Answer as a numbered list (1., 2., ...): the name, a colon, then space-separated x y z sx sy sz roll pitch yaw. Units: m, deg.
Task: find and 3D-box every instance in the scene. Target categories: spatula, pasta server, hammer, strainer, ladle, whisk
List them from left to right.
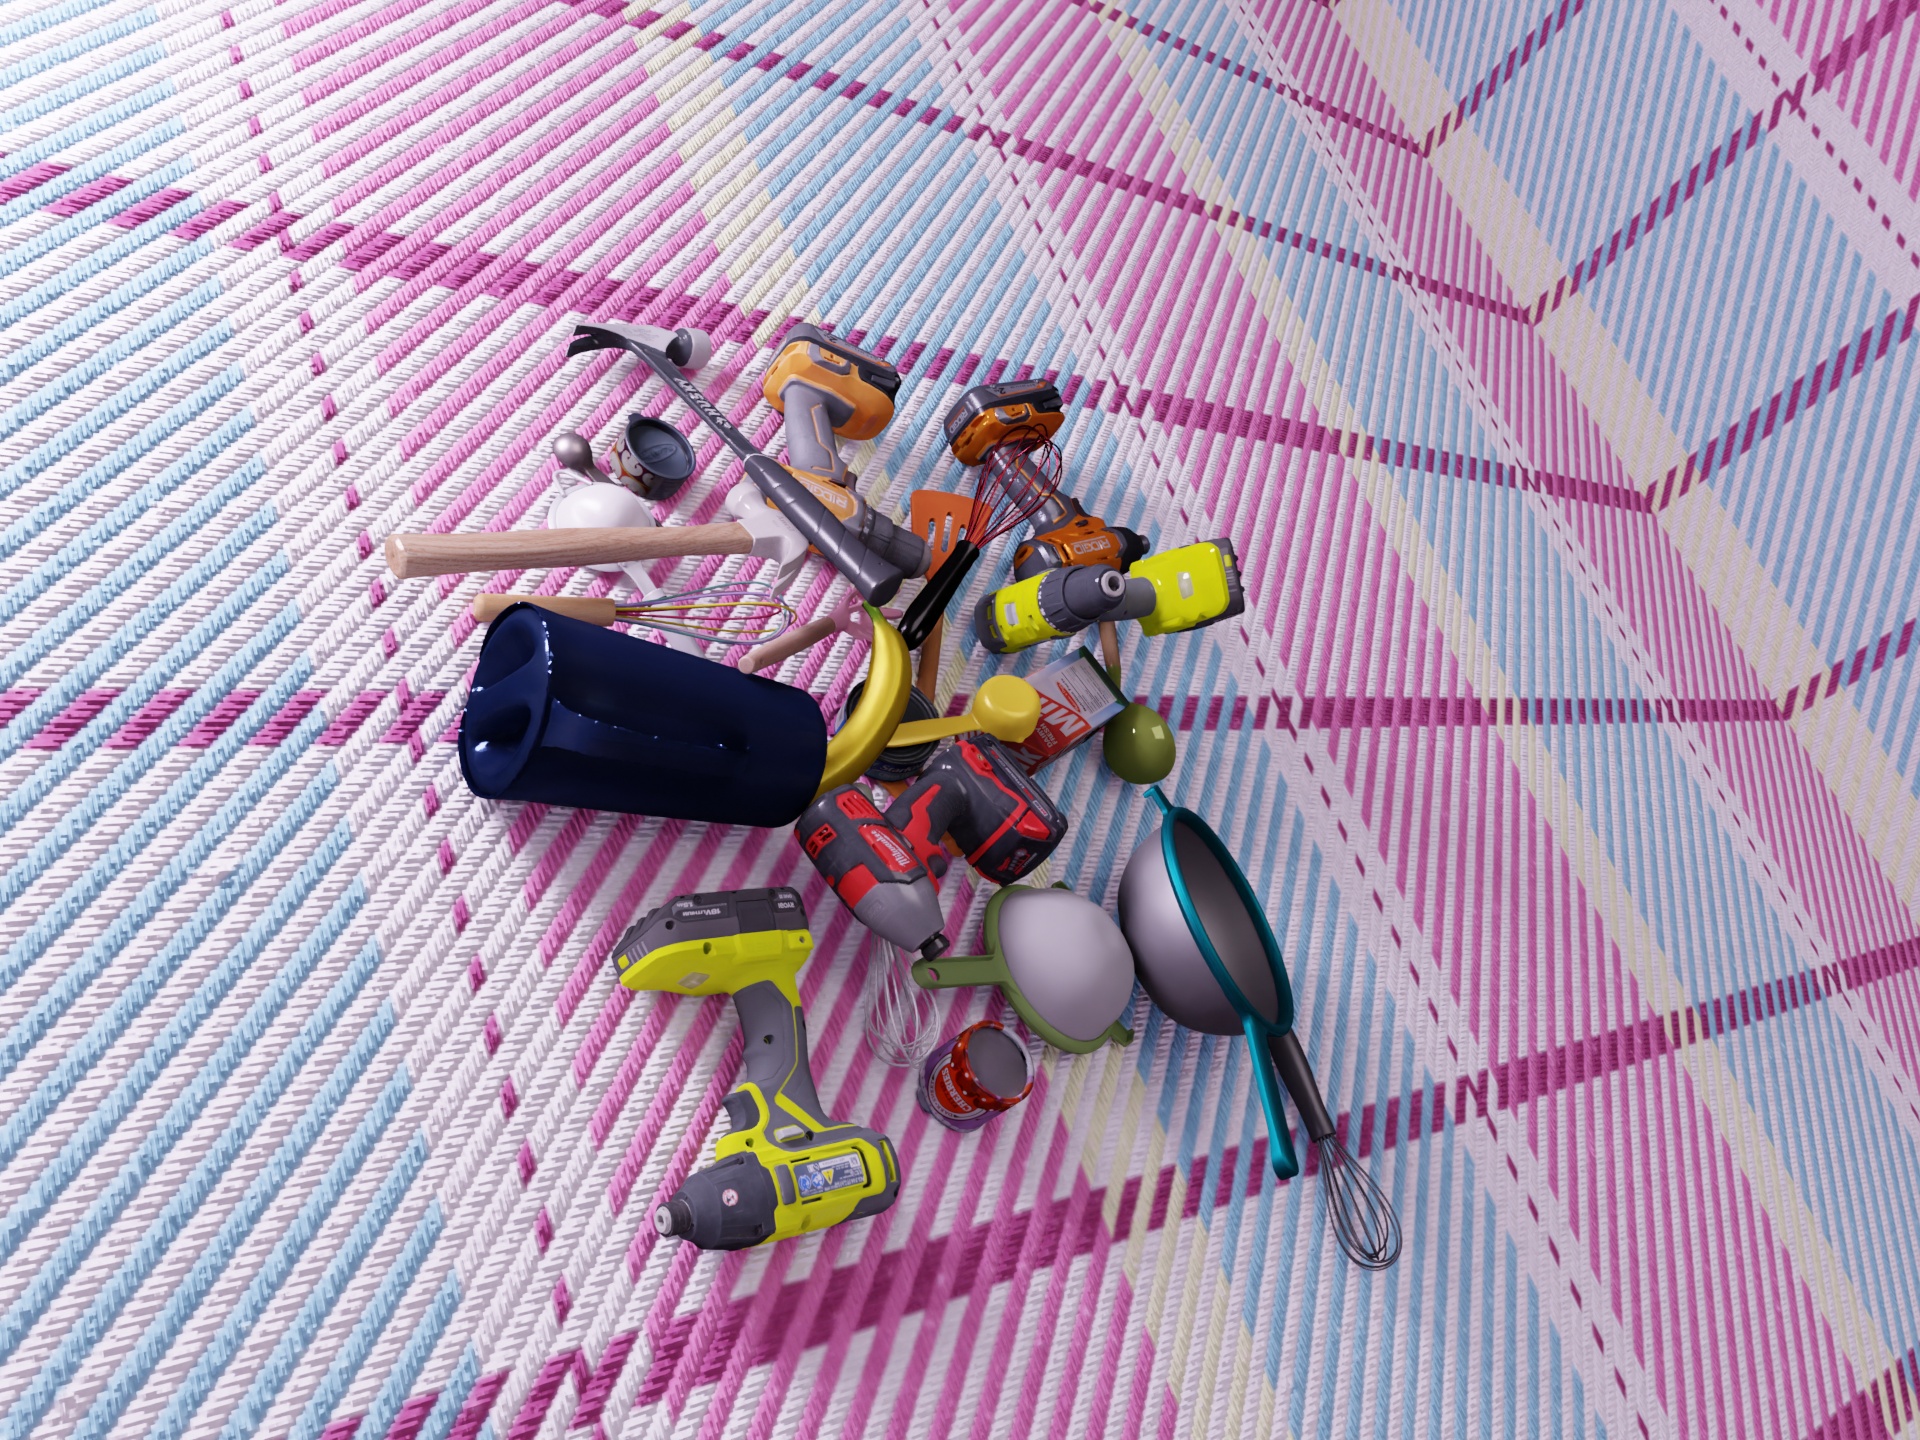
1. hammer: -0.257 -0.129 1.179 0.331 0.031 0.130 -9 41 -40
2. whisk: -0.240 -0.083 1.200 0.245 0.047 0.051 1 96 -25
3. strainer: -0.244 -0.103 1.255 0.087 0.050 0.258 -31 84 -35
4. hammer: -0.177 -0.220 1.304 0.149 0.036 0.409 -5 41 -46
5. pasta server: -0.108 -0.073 1.279 0.316 0.040 0.060 -41 127 -72
6. whisk: -0.060 0.152 1.216 0.059 0.058 0.247 55 17 -54
7. spatula: -0.024 -0.084 1.438 0.081 0.041 0.323 11 49 -6
8. whisk: 0.017 -0.170 1.463 0.073 0.073 0.296 39 59 -11
9. strainer: 0.061 0.182 1.240 0.256 0.069 0.152 9 51 -53
10. ladle: 0.161 -0.065 1.585 0.062 0.078 0.320 13 43 -16
11. strainer: 0.200 0.233 1.318 0.210 0.095 0.341 44 28 -40
12. whisk: 0.319 0.361 1.388 0.055 0.055 0.239 6 51 -40

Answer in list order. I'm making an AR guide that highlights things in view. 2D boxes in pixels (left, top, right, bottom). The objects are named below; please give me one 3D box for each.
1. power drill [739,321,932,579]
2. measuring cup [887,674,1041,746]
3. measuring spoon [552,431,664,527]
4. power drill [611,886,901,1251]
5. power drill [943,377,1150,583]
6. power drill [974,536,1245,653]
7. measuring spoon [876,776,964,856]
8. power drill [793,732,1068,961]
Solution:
1. power drill: -0.105 -0.238 1.458 0.185 0.084 0.226 22 50 -24
2. measuring cup: -0.002 -0.004 1.311 0.156 0.029 0.062 -11 55 -29
3. measuring spoon: -0.283 -0.193 1.307 0.124 0.018 0.034 43 39 -8
4. power drill: -0.144 0.229 1.046 0.171 0.080 0.223 1 62 -43
5. power drill: 0.095 -0.236 1.628 0.164 0.084 0.227 -16 72 -37
6. power drill: 0.150 -0.116 1.473 0.228 0.190 0.080 -10 88 -32
7. measuring spoon: -0.036 0.069 1.325 0.117 0.011 0.021 46 39 -3
8. power drill: -0.017 0.097 1.216 0.143 0.078 0.219 50 33 12
